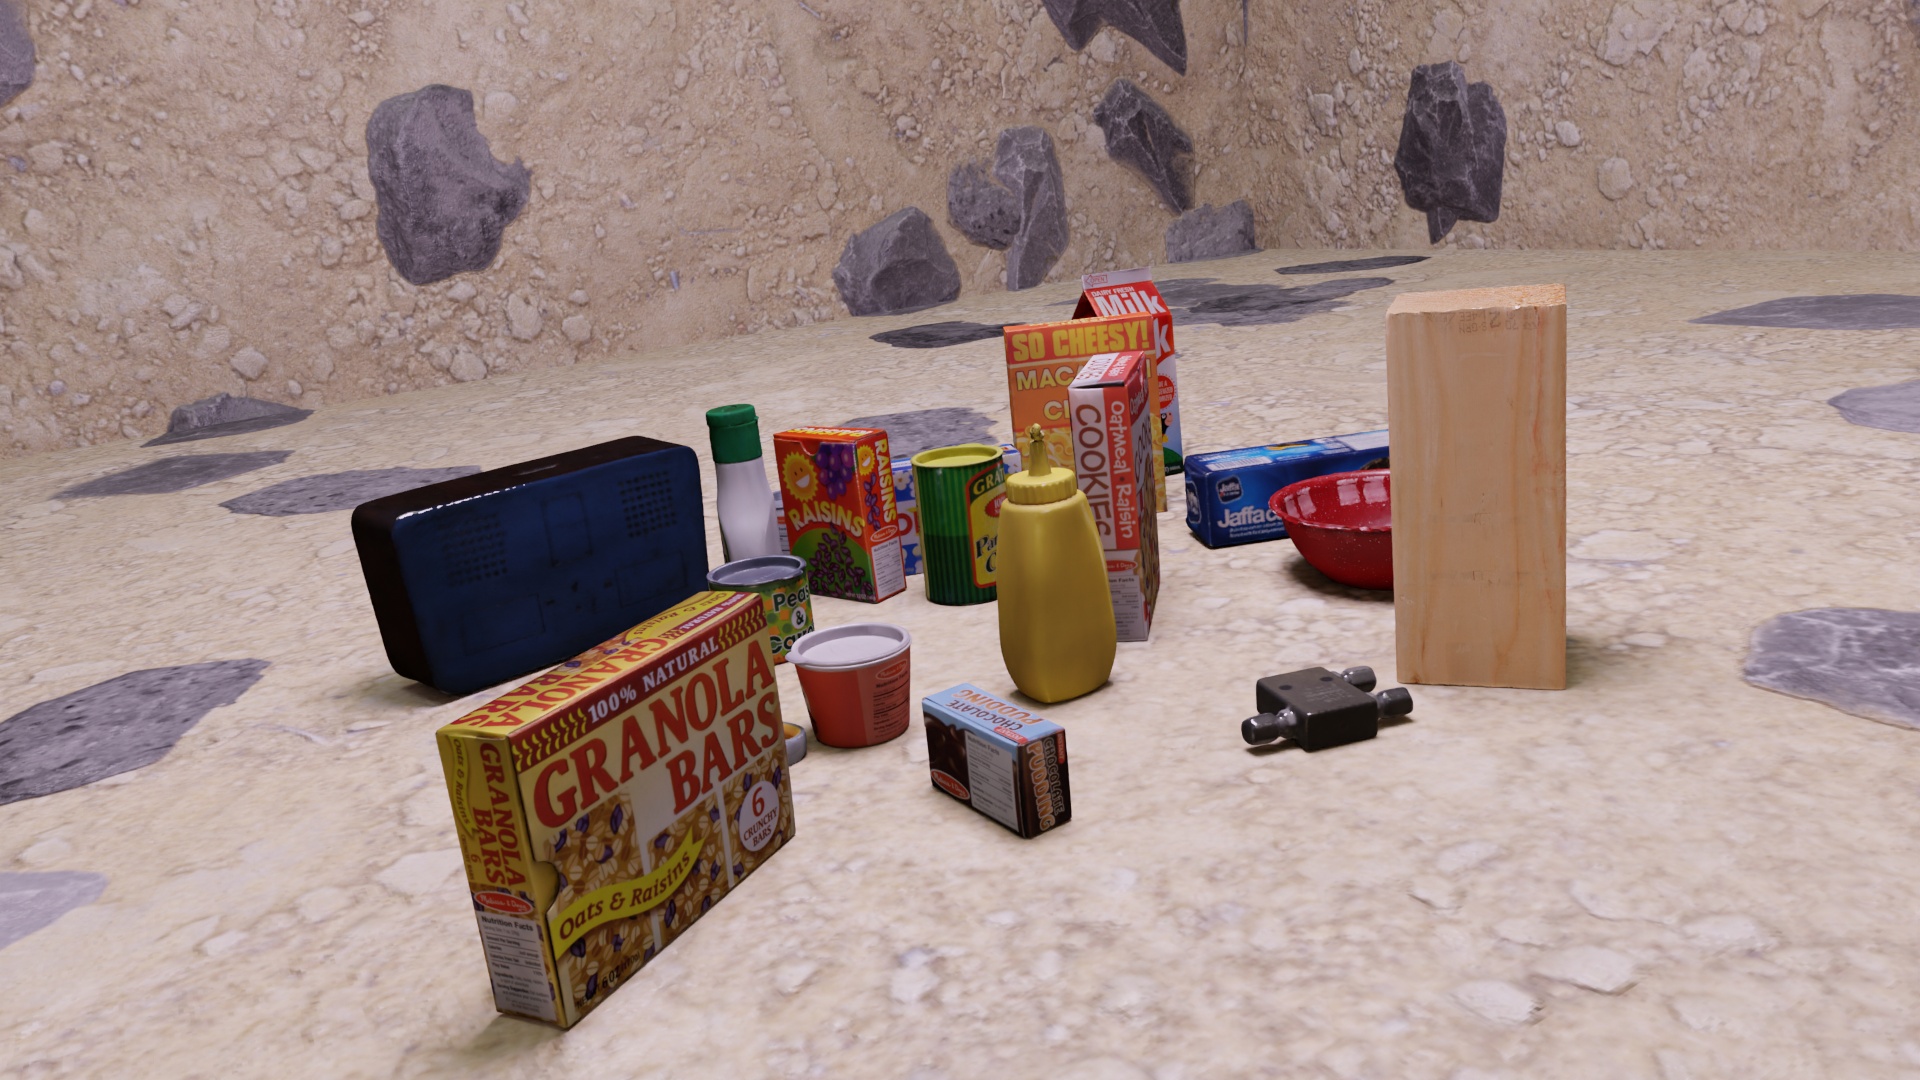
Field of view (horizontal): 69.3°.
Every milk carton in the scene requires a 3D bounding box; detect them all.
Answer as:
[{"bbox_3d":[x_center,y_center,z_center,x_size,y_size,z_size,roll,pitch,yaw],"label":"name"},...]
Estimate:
[{"bbox_3d":[0.153,-0.155,1.289,0.072,0.190,0.073,-11,16,-17],"label":"milk carton"}]

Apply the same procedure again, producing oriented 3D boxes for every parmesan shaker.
[{"bbox_3d":[0.004,-0.013,1.001,0.071,0.102,0.071,-6,15,2],"label":"parmesan shaker"}]

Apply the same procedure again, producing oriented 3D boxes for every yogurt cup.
[{"bbox_3d":[-0.058,0.081,0.781,0.072,0.053,0.072,-6,15,2],"label":"yogurt cup"}]

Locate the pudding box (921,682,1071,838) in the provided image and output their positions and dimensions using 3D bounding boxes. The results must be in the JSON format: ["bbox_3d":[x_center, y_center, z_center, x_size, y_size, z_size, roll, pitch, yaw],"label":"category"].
[{"bbox_3d":[0.016,0.105,0.675,0.030,0.049,0.084,-16,18,-32],"label":"pudding box"}]

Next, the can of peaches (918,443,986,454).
[{"bbox_3d":[-0.002,-0.051,1.224,0.071,0.058,0.071,-6,15,2],"label":"can of peaches"}]

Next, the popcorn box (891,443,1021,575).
[{"bbox_3d":[-0.013,-0.023,1.078,0.127,0.085,0.038,-9,15,-10],"label":"popcorn box"}]

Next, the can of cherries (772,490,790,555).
[{"bbox_3d":[-0.130,-0.009,1.122,0.071,0.058,0.072,-6,15,2],"label":"can of cherries"}]

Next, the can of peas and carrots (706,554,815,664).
[{"bbox_3d":[-0.130,0.046,0.925,0.071,0.058,0.071,-6,15,2],"label":"can of peas and carrots"}]

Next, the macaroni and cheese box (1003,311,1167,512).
[{"bbox_3d":[0.104,-0.102,1.163,0.124,0.166,0.040,-6,15,0],"label":"macaroni and cheese box"}]

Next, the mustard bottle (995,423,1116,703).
[{"bbox_3d":[0.051,0.010,0.795,0.065,0.159,0.049,-16,18,-31],"label":"mustard bottle"}]

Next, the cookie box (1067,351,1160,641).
[{"bbox_3d":[0.105,-0.033,0.914,0.040,0.167,0.123,-3,16,13],"label":"cookie box"}]

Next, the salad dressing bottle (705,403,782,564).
[{"bbox_3d":[-0.160,-0.026,1.031,0.044,0.147,0.064,-6,15,0],"label":"salad dressing bottle"}]

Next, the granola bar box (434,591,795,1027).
[{"bbox_3d":[-0.136,0.106,0.593,0.039,0.123,0.166,2,17,27],"label":"granola bar box"}]

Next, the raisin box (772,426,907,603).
[{"bbox_3d":[-0.090,-0.021,1.029,0.086,0.123,0.040,6,20,39],"label":"raisin box"}]
